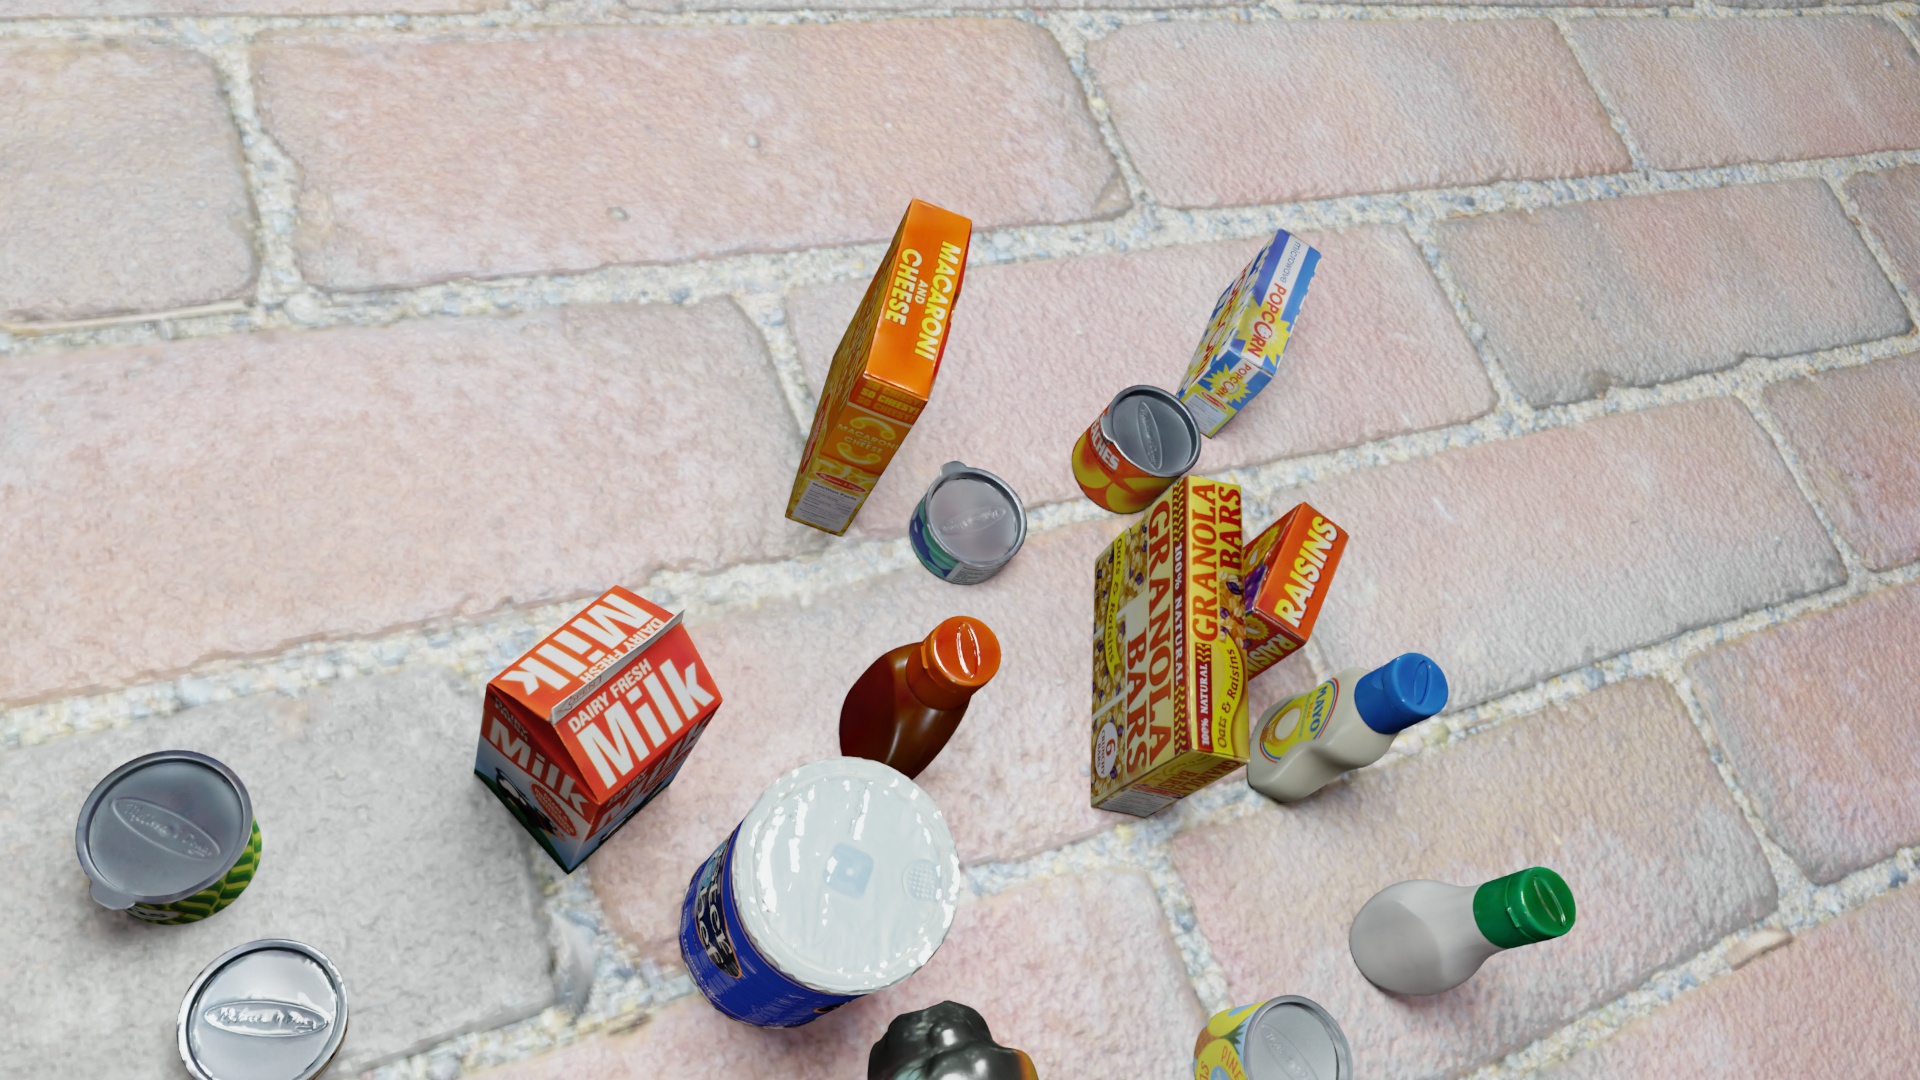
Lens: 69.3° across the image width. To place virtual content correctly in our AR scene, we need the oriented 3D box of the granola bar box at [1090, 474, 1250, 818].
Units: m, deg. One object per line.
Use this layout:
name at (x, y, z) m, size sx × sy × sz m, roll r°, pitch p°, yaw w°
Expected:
granola bar box at (0.117, 0.062, 0.800) m, size 0.039 × 0.123 × 0.166 m, roll 13°, pitch 61°, yaw -16°

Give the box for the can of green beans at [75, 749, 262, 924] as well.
can of green beans at (-0.348, 0.133, 0.615) m, size 0.071 × 0.057 × 0.071 m, roll 9°, pitch 62°, yaw -18°

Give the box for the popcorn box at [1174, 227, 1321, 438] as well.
popcorn box at (0.197, -0.143, 0.957) m, size 0.038 × 0.085 × 0.127 m, roll 31°, pitch 58°, yaw -6°

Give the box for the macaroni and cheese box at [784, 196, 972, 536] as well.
macaroni and cheese box at (-0.047, -0.093, 0.785) m, size 0.040 × 0.165 × 0.124 m, roll 20°, pitch 60°, yaw -13°

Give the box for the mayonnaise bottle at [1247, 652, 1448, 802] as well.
mayonnaise bottle at (0.222, 0.106, 0.808) m, size 0.041 × 0.147 × 0.065 m, roll 27°, pitch 59°, yaw -8°

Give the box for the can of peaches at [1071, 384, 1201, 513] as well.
can of peaches at (0.110, -0.058, 0.896) m, size 0.071 × 0.057 × 0.071 m, roll 9°, pitch 62°, yaw -18°

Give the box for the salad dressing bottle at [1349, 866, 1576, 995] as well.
salad dressing bottle at (0.278, 0.216, 0.776) m, size 0.044 × 0.147 × 0.064 m, roll -16°, pitch 73°, yaw -28°

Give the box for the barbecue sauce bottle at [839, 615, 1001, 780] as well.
barbecue sauce bottle at (-0.023, 0.082, 0.719) m, size 0.044 × 0.148 × 0.065 m, roll 2°, pitch 65°, yaw -22°

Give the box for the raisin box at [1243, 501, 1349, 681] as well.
raisin box at (0.173, 0.041, 0.834) m, size 0.040 × 0.123 × 0.086 m, roll 34°, pitch 58°, yaw -4°

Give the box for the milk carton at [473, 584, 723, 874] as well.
milk carton at (-0.167, 0.085, 0.634) m, size 0.073 × 0.189 × 0.073 m, roll 46°, pitch 58°, yaw 4°

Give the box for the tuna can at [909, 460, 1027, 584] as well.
tuna can at (0.003, -0.011, 0.844) m, size 0.071 × 0.032 × 0.071 m, roll 9°, pitch 62°, yaw -18°

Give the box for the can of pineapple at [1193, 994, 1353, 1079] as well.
can of pineapple at (0.166, 0.284, 0.750) m, size 0.071 × 0.057 × 0.071 m, roll 9°, pitch 62°, yaw -18°

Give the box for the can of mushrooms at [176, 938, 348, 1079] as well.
can of mushrooms at (-0.304, 0.213, 0.608) m, size 0.071 × 0.033 × 0.071 m, roll 9°, pitch 62°, yaw -18°
